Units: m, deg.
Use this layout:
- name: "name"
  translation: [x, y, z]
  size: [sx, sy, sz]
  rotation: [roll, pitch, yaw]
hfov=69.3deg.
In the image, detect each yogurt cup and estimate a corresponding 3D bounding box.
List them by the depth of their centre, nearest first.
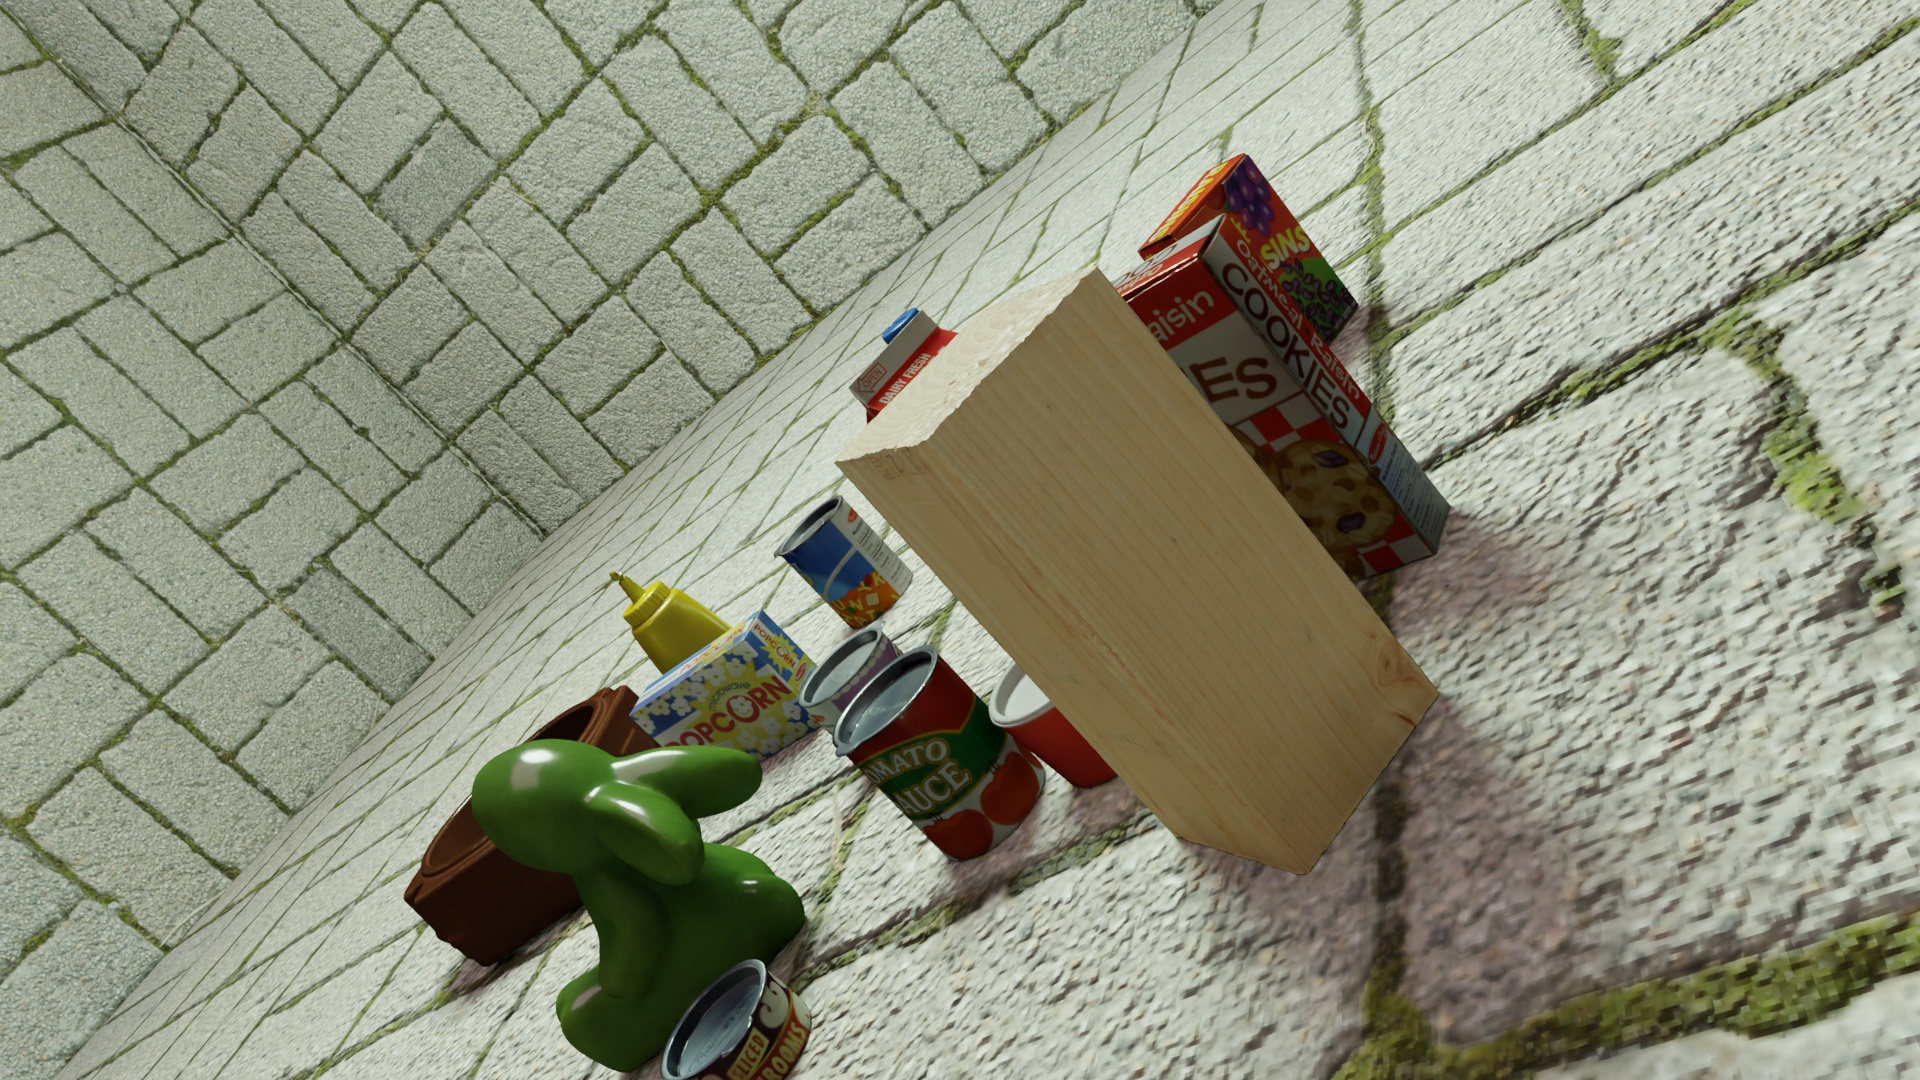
- name: "yogurt cup"
  translation: [0.055, 0.076, 0.640]
  size: [0.072, 0.054, 0.072]
  rotation: [-38, 16, 13]

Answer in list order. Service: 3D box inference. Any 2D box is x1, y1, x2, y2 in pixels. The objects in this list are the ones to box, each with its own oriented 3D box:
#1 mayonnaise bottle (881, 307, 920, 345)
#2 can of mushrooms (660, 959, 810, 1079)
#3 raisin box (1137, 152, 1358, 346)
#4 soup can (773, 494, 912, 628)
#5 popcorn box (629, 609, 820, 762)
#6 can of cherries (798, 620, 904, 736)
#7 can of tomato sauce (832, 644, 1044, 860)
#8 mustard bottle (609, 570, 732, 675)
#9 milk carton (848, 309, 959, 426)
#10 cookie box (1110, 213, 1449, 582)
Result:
- name: "mayonnaise bottle"
  translation: [-0.002, -0.117, 1.102]
  size: [0.064, 0.148, 0.041]
  rotation: [-19, 28, 54]
- name: "can of mushrooms"
  translation: [-0.103, 0.231, 0.641]
  size: [0.071, 0.033, 0.071]
  rotation: [-38, 17, 13]
- name: "raisin box"
  translation: [0.176, -0.159, 0.843]
  size: [0.086, 0.123, 0.040]
  rotation: [-49, 17, -24]
- name: "soup can"
  translation: [-0.090, 0.019, 1.072]
  size: [0.071, 0.083, 0.071]
  rotation: [-38, 16, 13]
- name: "popcorn box"
  translation: [-0.160, 0.115, 0.981]
  size: [0.126, 0.085, 0.038]
  rotation: [-33, 18, 28]
- name: "can of cherries"
  translation: [-0.052, 0.093, 0.836]
  size: [0.071, 0.058, 0.072]
  rotation: [-38, 16, 13]
- name: "can of tomato sauce"
  translation: [-0.010, 0.104, 0.668]
  size: [0.071, 0.083, 0.071]
  rotation: [-38, 16, 13]
- name: "mustard bottle"
  translation: [-0.206, 0.077, 1.050]
  size: [0.065, 0.160, 0.048]
  rotation: [-49, 17, -22]
- name: "milk carton"
  translation: [0.023, -0.034, 0.754]
  size: [0.073, 0.190, 0.073]
  rotation: [-19, 28, 54]
- name: "cookie box"
  translation: [0.113, -0.044, 0.613]
  size: [0.122, 0.167, 0.040]
  rotation: [-26, 22, 44]
